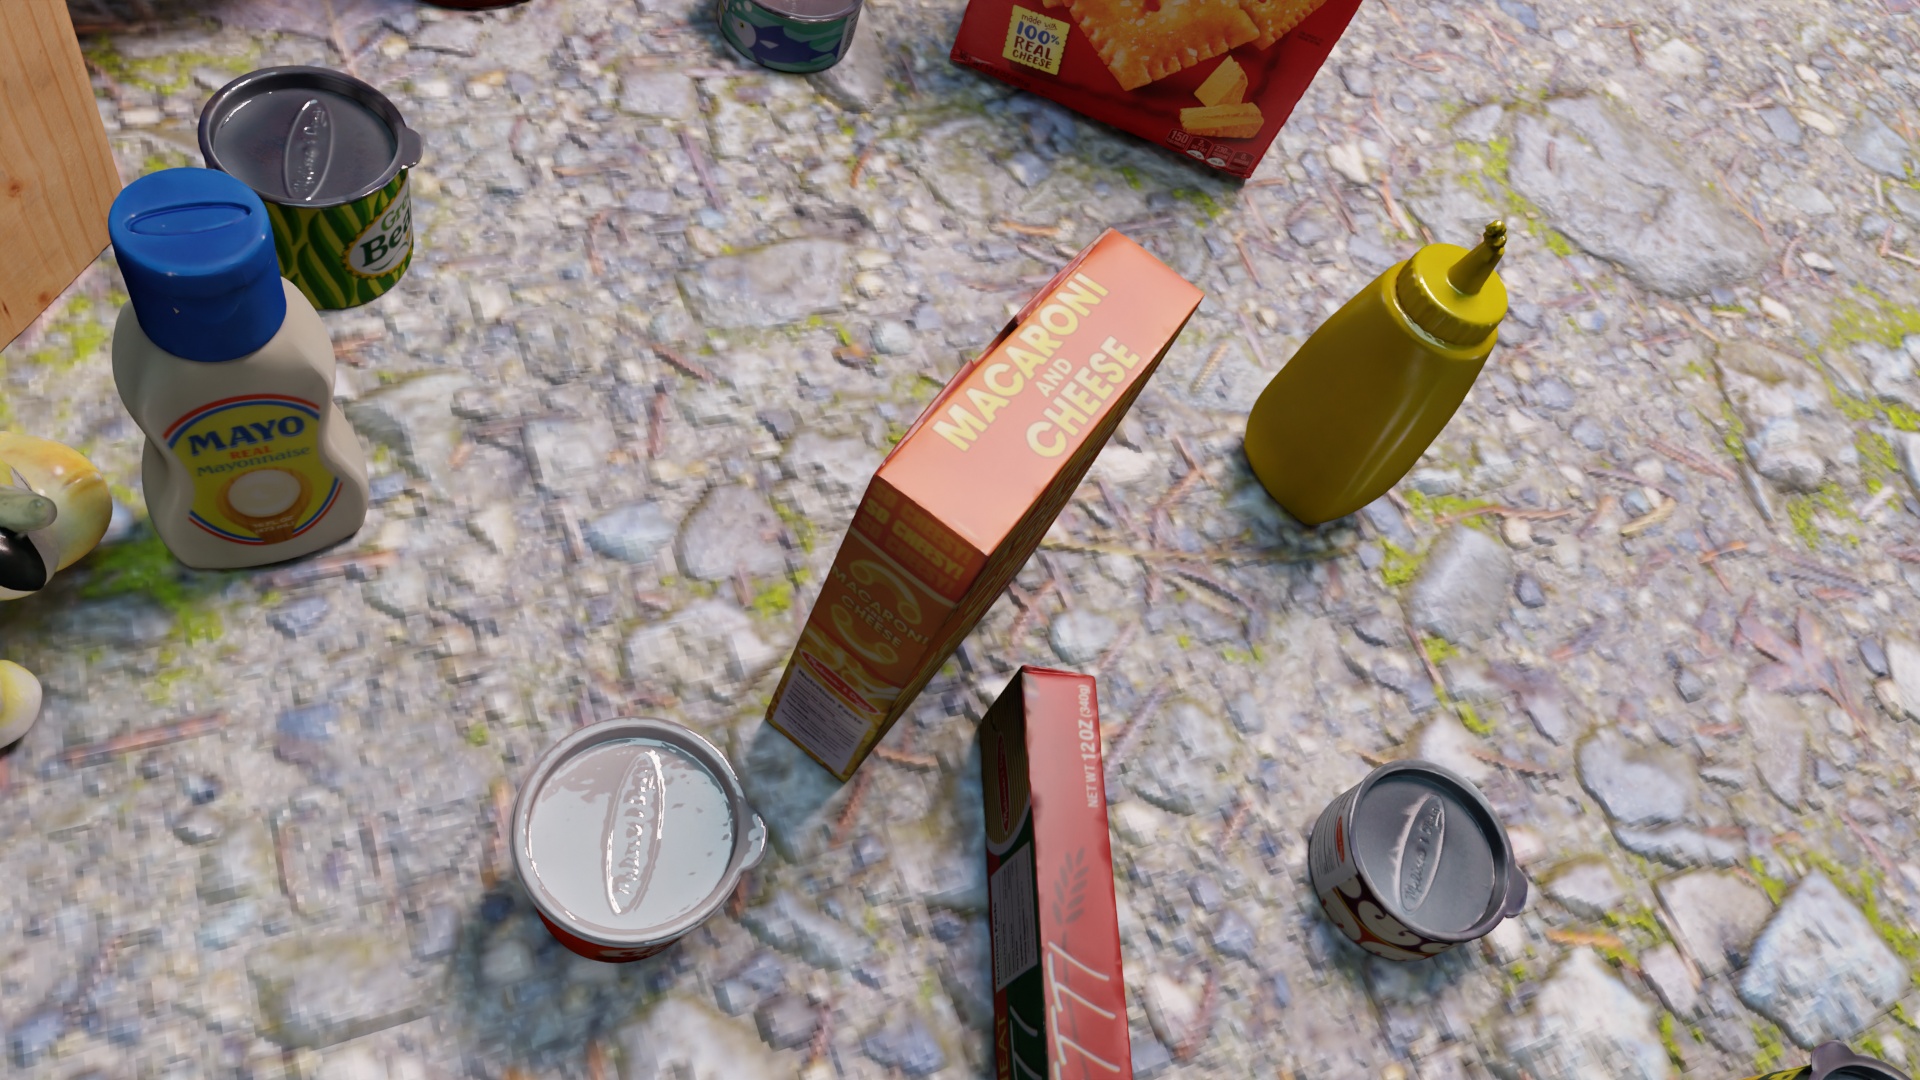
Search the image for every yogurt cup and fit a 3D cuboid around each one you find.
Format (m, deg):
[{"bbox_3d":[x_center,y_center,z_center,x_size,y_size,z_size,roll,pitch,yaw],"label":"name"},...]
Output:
[{"bbox_3d":[-0.100,0.093,0.417,0.072,0.053,0.073,8,58,-14],"label":"yogurt cup"}]

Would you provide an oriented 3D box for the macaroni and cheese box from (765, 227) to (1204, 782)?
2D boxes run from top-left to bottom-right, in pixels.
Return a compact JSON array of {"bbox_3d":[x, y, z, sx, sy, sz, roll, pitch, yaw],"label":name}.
[{"bbox_3d":[0.002,-0.006,0.442,0.040,0.165,0.124,37,56,5],"label":"macaroni and cheese box"}]

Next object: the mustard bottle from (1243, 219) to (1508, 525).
[{"bbox_3d":[0.168,-0.068,0.538,0.049,0.159,0.065,-25,71,-29],"label":"mustard bottle"}]

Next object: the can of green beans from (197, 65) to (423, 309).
[{"bbox_3d":[-0.234,-0.126,0.502,0.071,0.057,0.071,8,58,-14],"label":"can of green beans"}]

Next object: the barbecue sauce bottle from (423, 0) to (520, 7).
[{"bbox_3d":[-0.196,-0.285,0.554,0.065,0.147,0.044,-13,66,-25],"label":"barbecue sauce bottle"}]

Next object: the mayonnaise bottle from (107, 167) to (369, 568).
[{"bbox_3d":[-0.212,-0.044,0.406,0.065,0.147,0.041,-15,67,-25],"label":"mayonnaise bottle"}]

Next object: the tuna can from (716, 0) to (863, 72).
[{"bbox_3d":[-0.081,-0.251,0.642,0.071,0.032,0.071,8,58,-14],"label":"tuna can"}]

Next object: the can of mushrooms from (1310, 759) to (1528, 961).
[{"bbox_3d":[0.165,0.117,0.503,0.071,0.033,0.071,8,58,-14],"label":"can of mushrooms"}]

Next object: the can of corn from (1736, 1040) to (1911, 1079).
[{"bbox_3d":[0.292,0.212,0.474,0.071,0.058,0.071,8,58,-14],"label":"can of corn"}]

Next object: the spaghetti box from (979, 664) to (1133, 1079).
[{"bbox_3d":[0.030,0.162,0.422,0.029,0.050,0.251,6,59,-15],"label":"spaghetti box"}]
